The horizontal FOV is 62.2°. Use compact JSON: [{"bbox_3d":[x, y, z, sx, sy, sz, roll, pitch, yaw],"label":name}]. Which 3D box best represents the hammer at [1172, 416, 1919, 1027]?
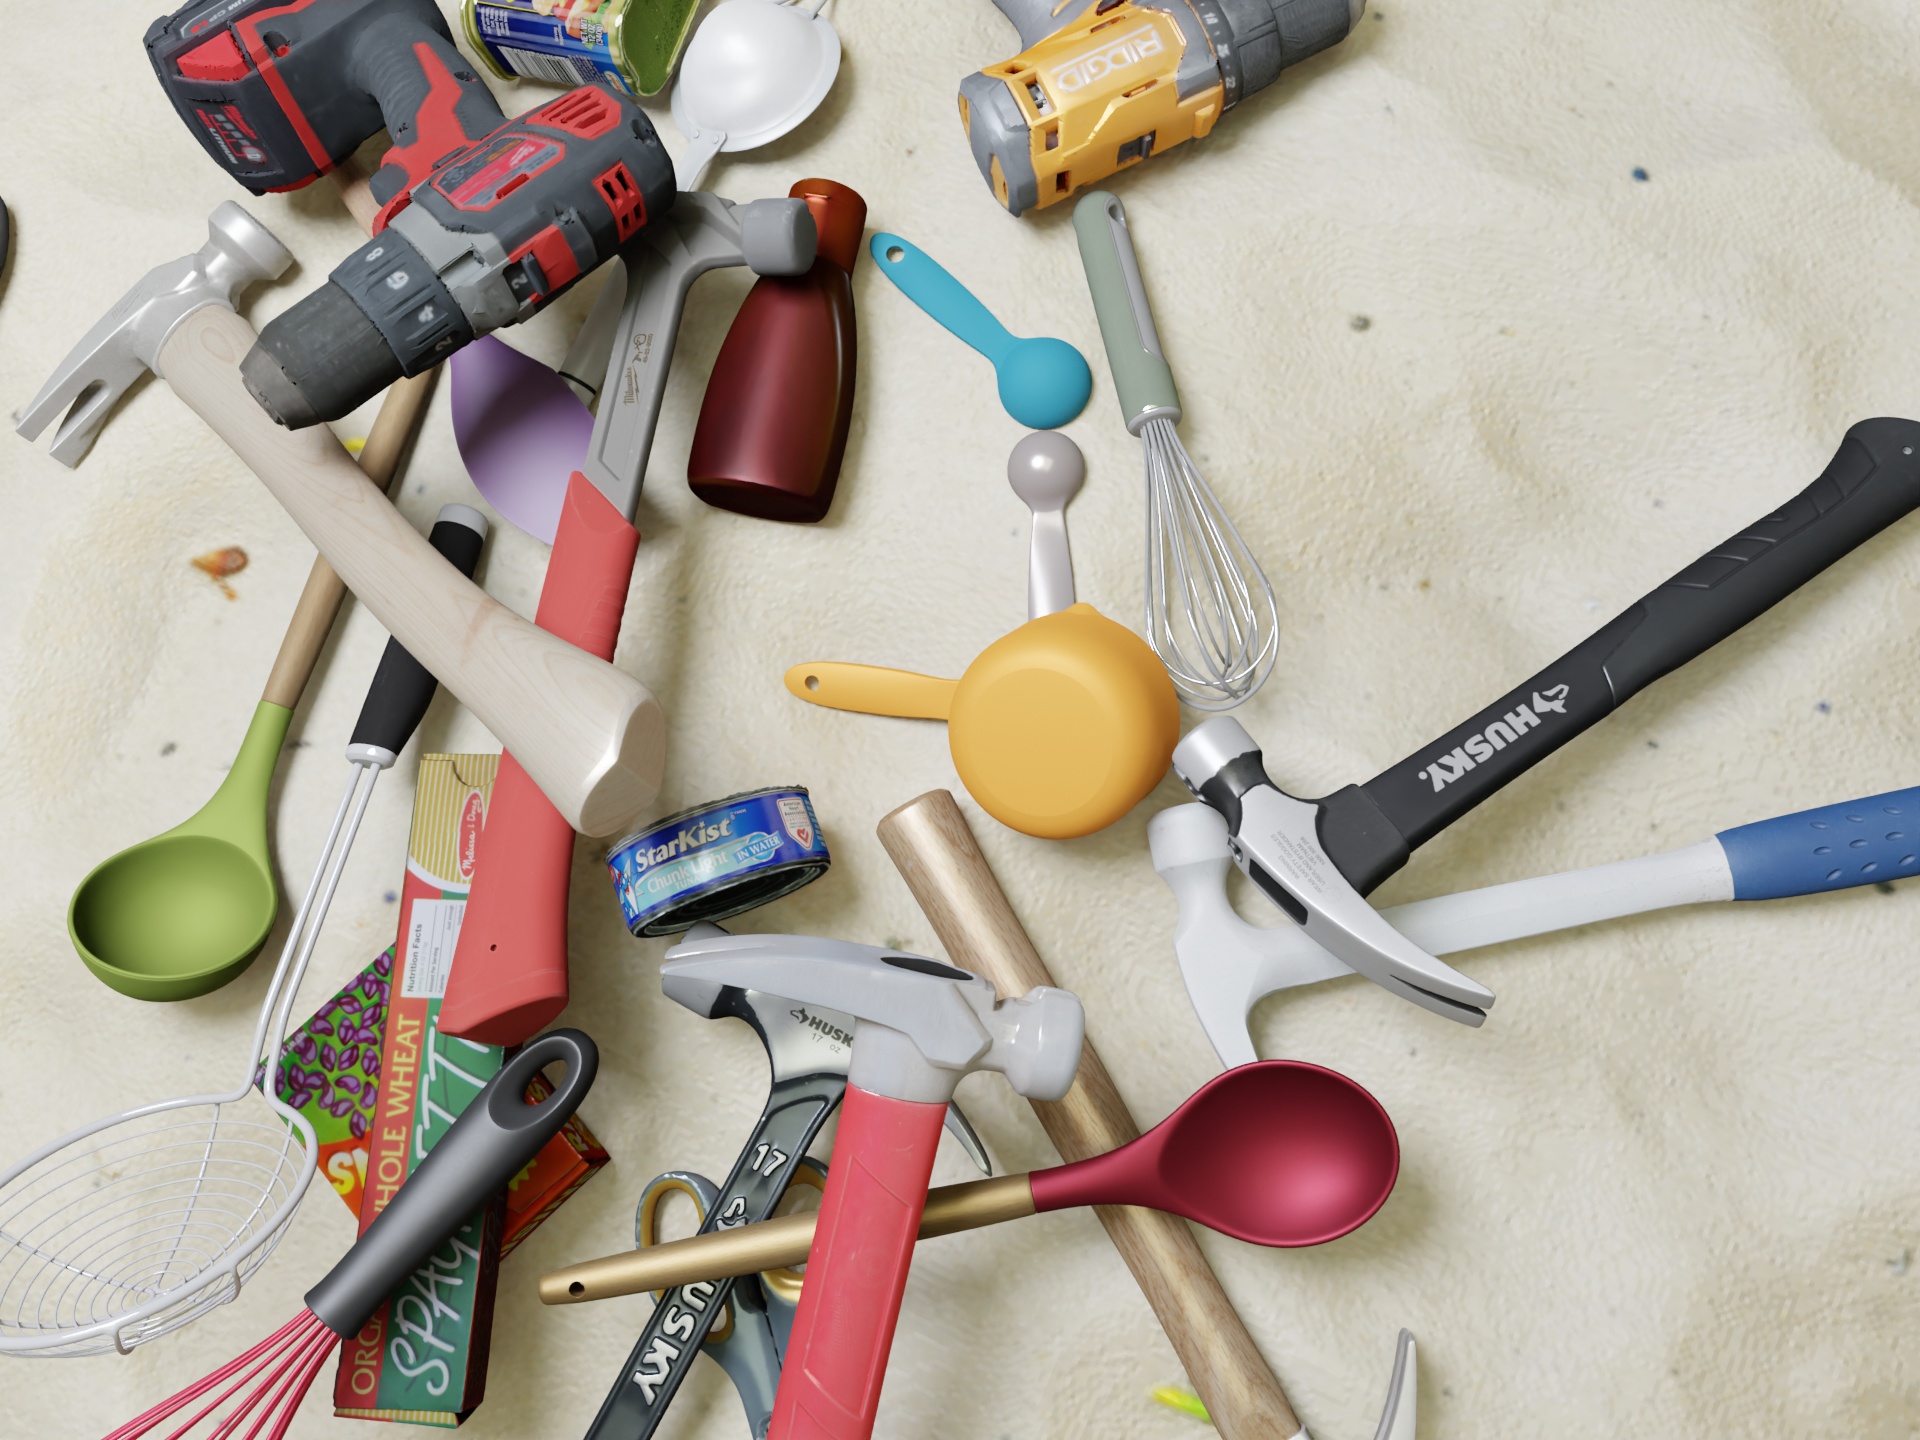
[{"bbox_3d":[0.258,-0.019,0.614,0.335,0.035,0.146,-32,62,-10],"label":"hammer"}]

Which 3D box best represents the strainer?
[{"bbox_3d":[-0.129,-0.244,0.728,0.087,0.050,0.258,24,85,26],"label":"strainer"}]

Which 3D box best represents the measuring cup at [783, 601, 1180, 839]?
[{"bbox_3d":[-0.001,-0.002,0.644,0.173,0.052,0.095,8,105,17],"label":"measuring cup"}]

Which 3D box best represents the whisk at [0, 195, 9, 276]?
[{"bbox_3d":[-0.484,-0.123,0.733,0.070,0.070,0.285,2,74,7],"label":"whisk"}]

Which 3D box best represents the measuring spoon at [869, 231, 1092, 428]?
[{"bbox_3d":[0.005,-0.180,0.706,0.129,0.021,0.042,43,85,11],"label":"measuring spoon"}]

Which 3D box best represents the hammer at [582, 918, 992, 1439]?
[{"bbox_3d":[-0.133,0.288,0.595,0.149,0.036,0.409,27,82,6],"label":"hammer"}]

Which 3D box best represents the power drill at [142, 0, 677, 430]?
[{"bbox_3d":[-0.250,-0.227,0.663,0.188,0.080,0.227,-41,61,-14],"label":"power drill"}]

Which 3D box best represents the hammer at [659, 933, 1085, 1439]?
[{"bbox_3d":[-0.068,0.267,0.554,0.143,0.038,0.386,12,96,-5],"label":"hammer"}]

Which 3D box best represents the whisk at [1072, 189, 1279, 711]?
[{"bbox_3d":[0.085,-0.120,0.675,0.059,0.057,0.246,-25,69,35],"label":"whisk"}]

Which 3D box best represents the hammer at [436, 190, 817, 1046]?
[{"bbox_3d":[-0.158,-0.053,0.635,0.149,0.036,0.359,3,71,19],"label":"hammer"}]

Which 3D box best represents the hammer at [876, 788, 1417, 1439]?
[{"bbox_3d":[0.062,0.173,0.621,0.130,0.031,0.331,-30,76,0],"label":"hammer"}]

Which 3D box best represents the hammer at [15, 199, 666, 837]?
[{"bbox_3d":[-0.254,-0.077,0.640,0.146,0.038,0.411,-48,57,-4],"label":"hammer"}]

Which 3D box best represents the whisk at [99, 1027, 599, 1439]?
[{"bbox_3d":[-0.234,0.222,0.552,0.073,0.073,0.296,38,72,12],"label":"whisk"}]

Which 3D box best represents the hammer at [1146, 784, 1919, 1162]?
[{"bbox_3d":[0.286,0.065,0.617,0.405,0.035,0.144,-12,77,4],"label":"hammer"}]

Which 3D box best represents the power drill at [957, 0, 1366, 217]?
[{"bbox_3d":[0.058,-0.358,0.712,0.185,0.084,0.226,-25,80,-2],"label":"power drill"}]

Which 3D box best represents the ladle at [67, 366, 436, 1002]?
[{"bbox_3d":[-0.291,-0.034,0.692,0.078,0.062,0.320,18,78,-2],"label":"ladle"}]

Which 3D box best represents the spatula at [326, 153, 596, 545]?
[{"bbox_3d":[-0.248,-0.200,0.730,0.060,0.018,0.316,-34,72,-9],"label":"spatula"}]

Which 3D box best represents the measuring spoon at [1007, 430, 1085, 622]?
[{"bbox_3d":[0.038,-0.067,0.681,0.034,0.018,0.124,-3,79,5],"label":"measuring spoon"}]

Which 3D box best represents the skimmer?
[{"bbox_3d":[-0.267,0.057,0.616,0.127,0.090,0.363,3,65,21],"label":"skimmer"}]

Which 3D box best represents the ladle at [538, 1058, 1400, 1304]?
[{"bbox_3d":[0.001,0.179,0.581,0.315,0.031,0.069,-11,89,1],"label":"ladle"}]
